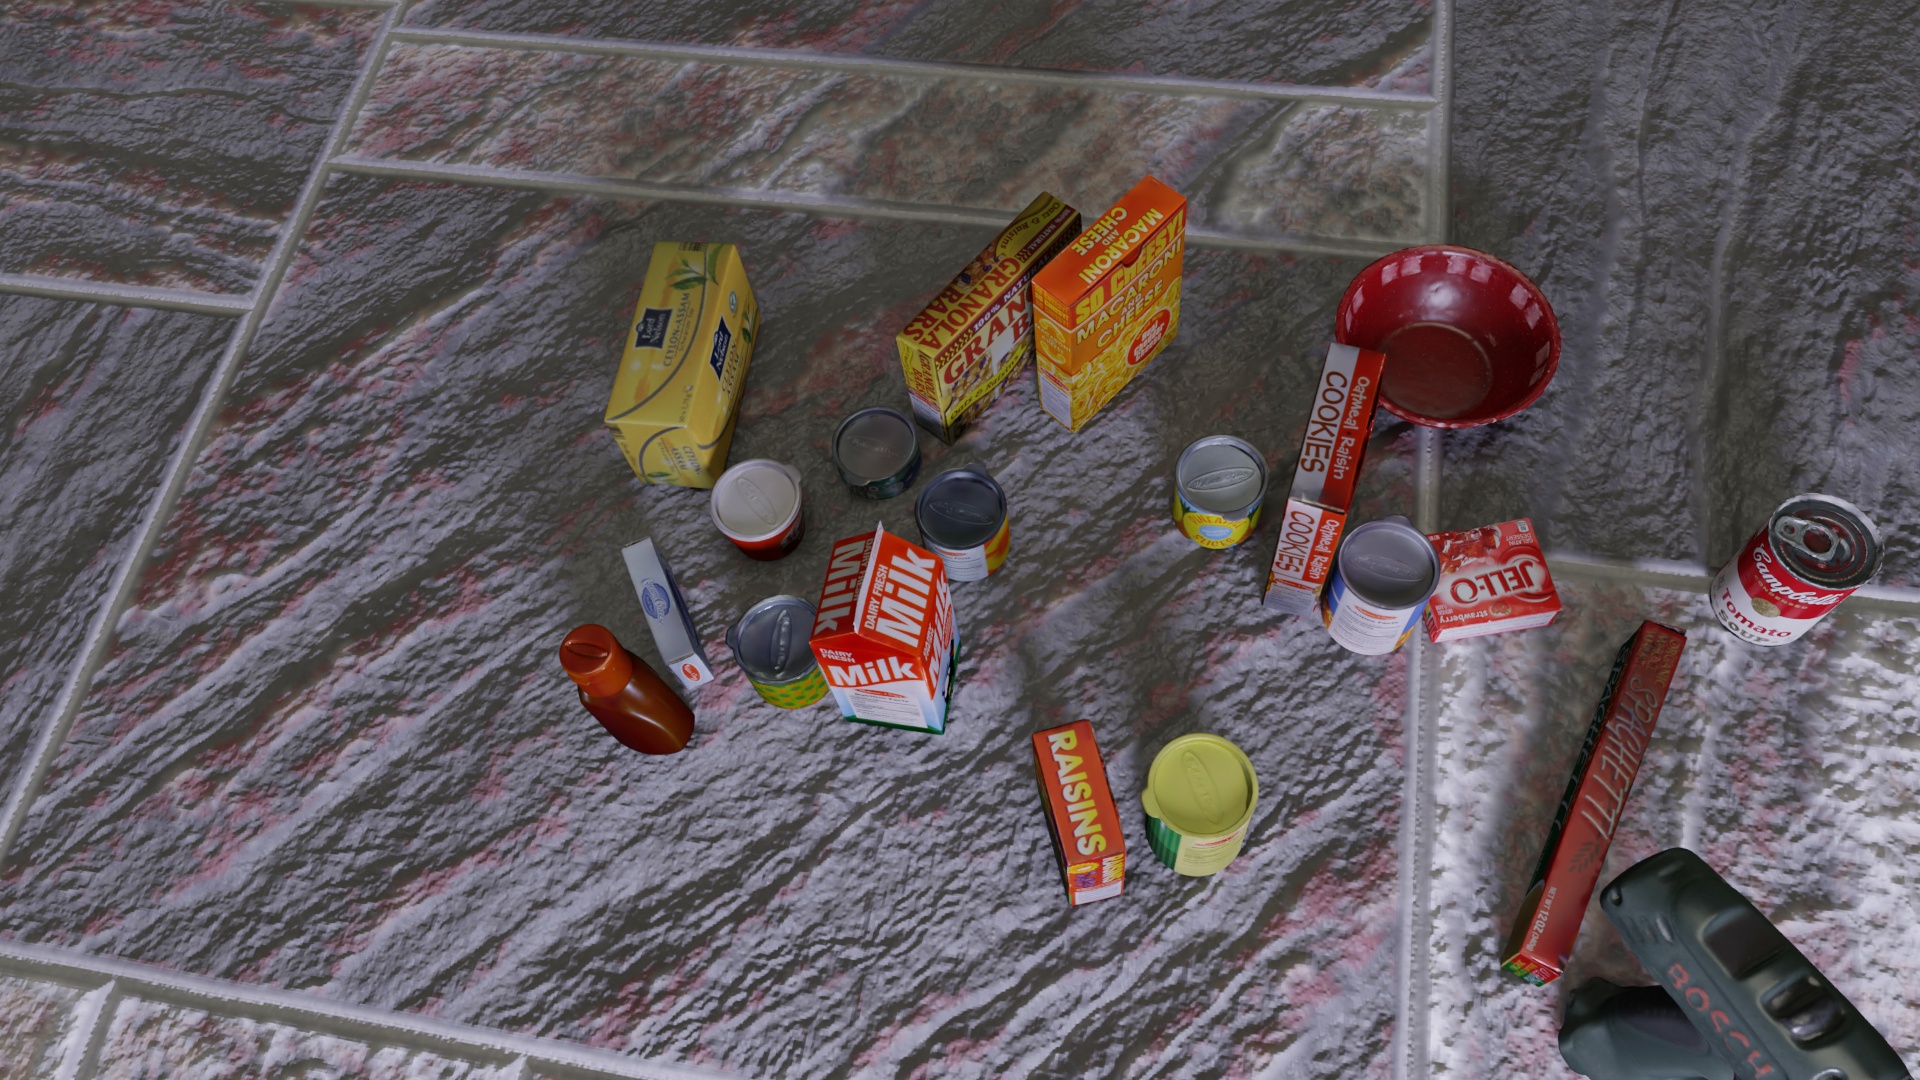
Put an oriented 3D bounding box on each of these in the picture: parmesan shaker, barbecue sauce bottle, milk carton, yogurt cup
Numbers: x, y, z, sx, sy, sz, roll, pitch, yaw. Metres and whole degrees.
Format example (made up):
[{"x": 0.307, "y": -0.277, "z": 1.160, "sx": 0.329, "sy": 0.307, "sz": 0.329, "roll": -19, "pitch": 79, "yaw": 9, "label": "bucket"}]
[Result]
[{"x": 0.148, "y": 0.170, "z": 0.882, "sx": 0.071, "sy": 0.102, "sz": 0.071, "roll": -2, "pitch": 64, "yaw": 4, "label": "parmesan shaker"}, {"x": -0.226, "y": 0.100, "z": 0.927, "sx": 0.065, "sy": 0.148, "sz": 0.044, "roll": 12, "pitch": 66, "yaw": 11, "label": "barbecue sauce bottle"}, {"x": -0.048, "y": 0.060, "z": 0.907, "sx": 0.073, "sy": 0.189, "sz": 0.072, "roll": 7, "pitch": 65, "yaw": 9, "label": "milk carton"}, {"x": -0.147, "y": -0.020, "z": 1.032, "sx": 0.072, "sy": 0.053, "sz": 0.072, "roll": -2, "pitch": 64, "yaw": 4, "label": "yogurt cup"}]

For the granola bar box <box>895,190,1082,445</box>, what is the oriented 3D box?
[{"x": 0.027, "y": -0.165, "z": 1.049, "sx": 0.039, "sy": 0.123, "sz": 0.166, "roll": 37, "pitch": 72, "yaw": 20, "label": "granola bar box"}]

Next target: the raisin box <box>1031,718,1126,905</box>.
[{"x": 0.075, "y": 0.174, "z": 0.876, "sx": 0.040, "sy": 0.123, "sz": 0.086, "roll": -14, "pitch": 63, "yaw": -1, "label": "raisin box"}]

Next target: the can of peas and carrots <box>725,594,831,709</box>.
[{"x": -0.124, "y": 0.080, "z": 0.978, "sx": 0.071, "sy": 0.058, "sz": 0.071, "roll": -2, "pitch": 64, "yaw": 4, "label": "can of peas and carrots"}]

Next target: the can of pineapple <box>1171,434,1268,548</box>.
[{"x": 0.187, "y": -0.033, "z": 1.005, "sx": 0.071, "sy": 0.057, "sz": 0.071, "roll": -2, "pitch": 64, "yaw": 4, "label": "can of pineapple"}]

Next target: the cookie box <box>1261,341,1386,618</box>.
[{"x": 0.245, "y": -0.037, "z": 0.940, "sx": 0.040, "sy": 0.166, "sz": 0.123, "roll": 15, "pitch": 66, "yaw": 12, "label": "cookie box"}]

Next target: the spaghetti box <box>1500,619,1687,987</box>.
[{"x": 0.407, "y": 0.164, "z": 0.890, "sx": 0.029, "sy": 0.050, "sz": 0.251, "roll": 25, "pitch": 68, "yaw": 16, "label": "spaghetti box"}]

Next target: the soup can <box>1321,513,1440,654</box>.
[{"x": 0.286, "y": 0.031, "z": 0.949, "sx": 0.071, "sy": 0.083, "sz": 0.071, "roll": -2, "pitch": 64, "yaw": 4, "label": "soup can"}]

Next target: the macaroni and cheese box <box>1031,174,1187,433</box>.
[{"x": 0.111, "y": -0.169, "z": 1.020, "sx": 0.040, "sy": 0.165, "sz": 0.124, "roll": 40, "pitch": 74, "yaw": 21, "label": "macaroni and cheese box"}]

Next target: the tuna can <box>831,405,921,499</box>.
[{"x": -0.064, "y": -0.065, "z": 1.059, "sx": 0.071, "sy": 0.032, "sz": 0.071, "roll": -2, "pitch": 63, "yaw": 4, "label": "tuna can"}]

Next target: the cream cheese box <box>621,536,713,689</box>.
[{"x": -0.211, "y": 0.053, "z": 1.002, "sx": 0.024, "sy": 0.053, "sz": 0.104, "roll": -24, "pitch": 64, "yaw": -6, "label": "cream cheese box"}]

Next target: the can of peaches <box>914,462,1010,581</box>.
[{"x": 0.004, "y": -0.013, "z": 1.012, "sx": 0.071, "sy": 0.057, "sz": 0.071, "roll": -2, "pitch": 64, "yaw": 4, "label": "can of peaches"}]
